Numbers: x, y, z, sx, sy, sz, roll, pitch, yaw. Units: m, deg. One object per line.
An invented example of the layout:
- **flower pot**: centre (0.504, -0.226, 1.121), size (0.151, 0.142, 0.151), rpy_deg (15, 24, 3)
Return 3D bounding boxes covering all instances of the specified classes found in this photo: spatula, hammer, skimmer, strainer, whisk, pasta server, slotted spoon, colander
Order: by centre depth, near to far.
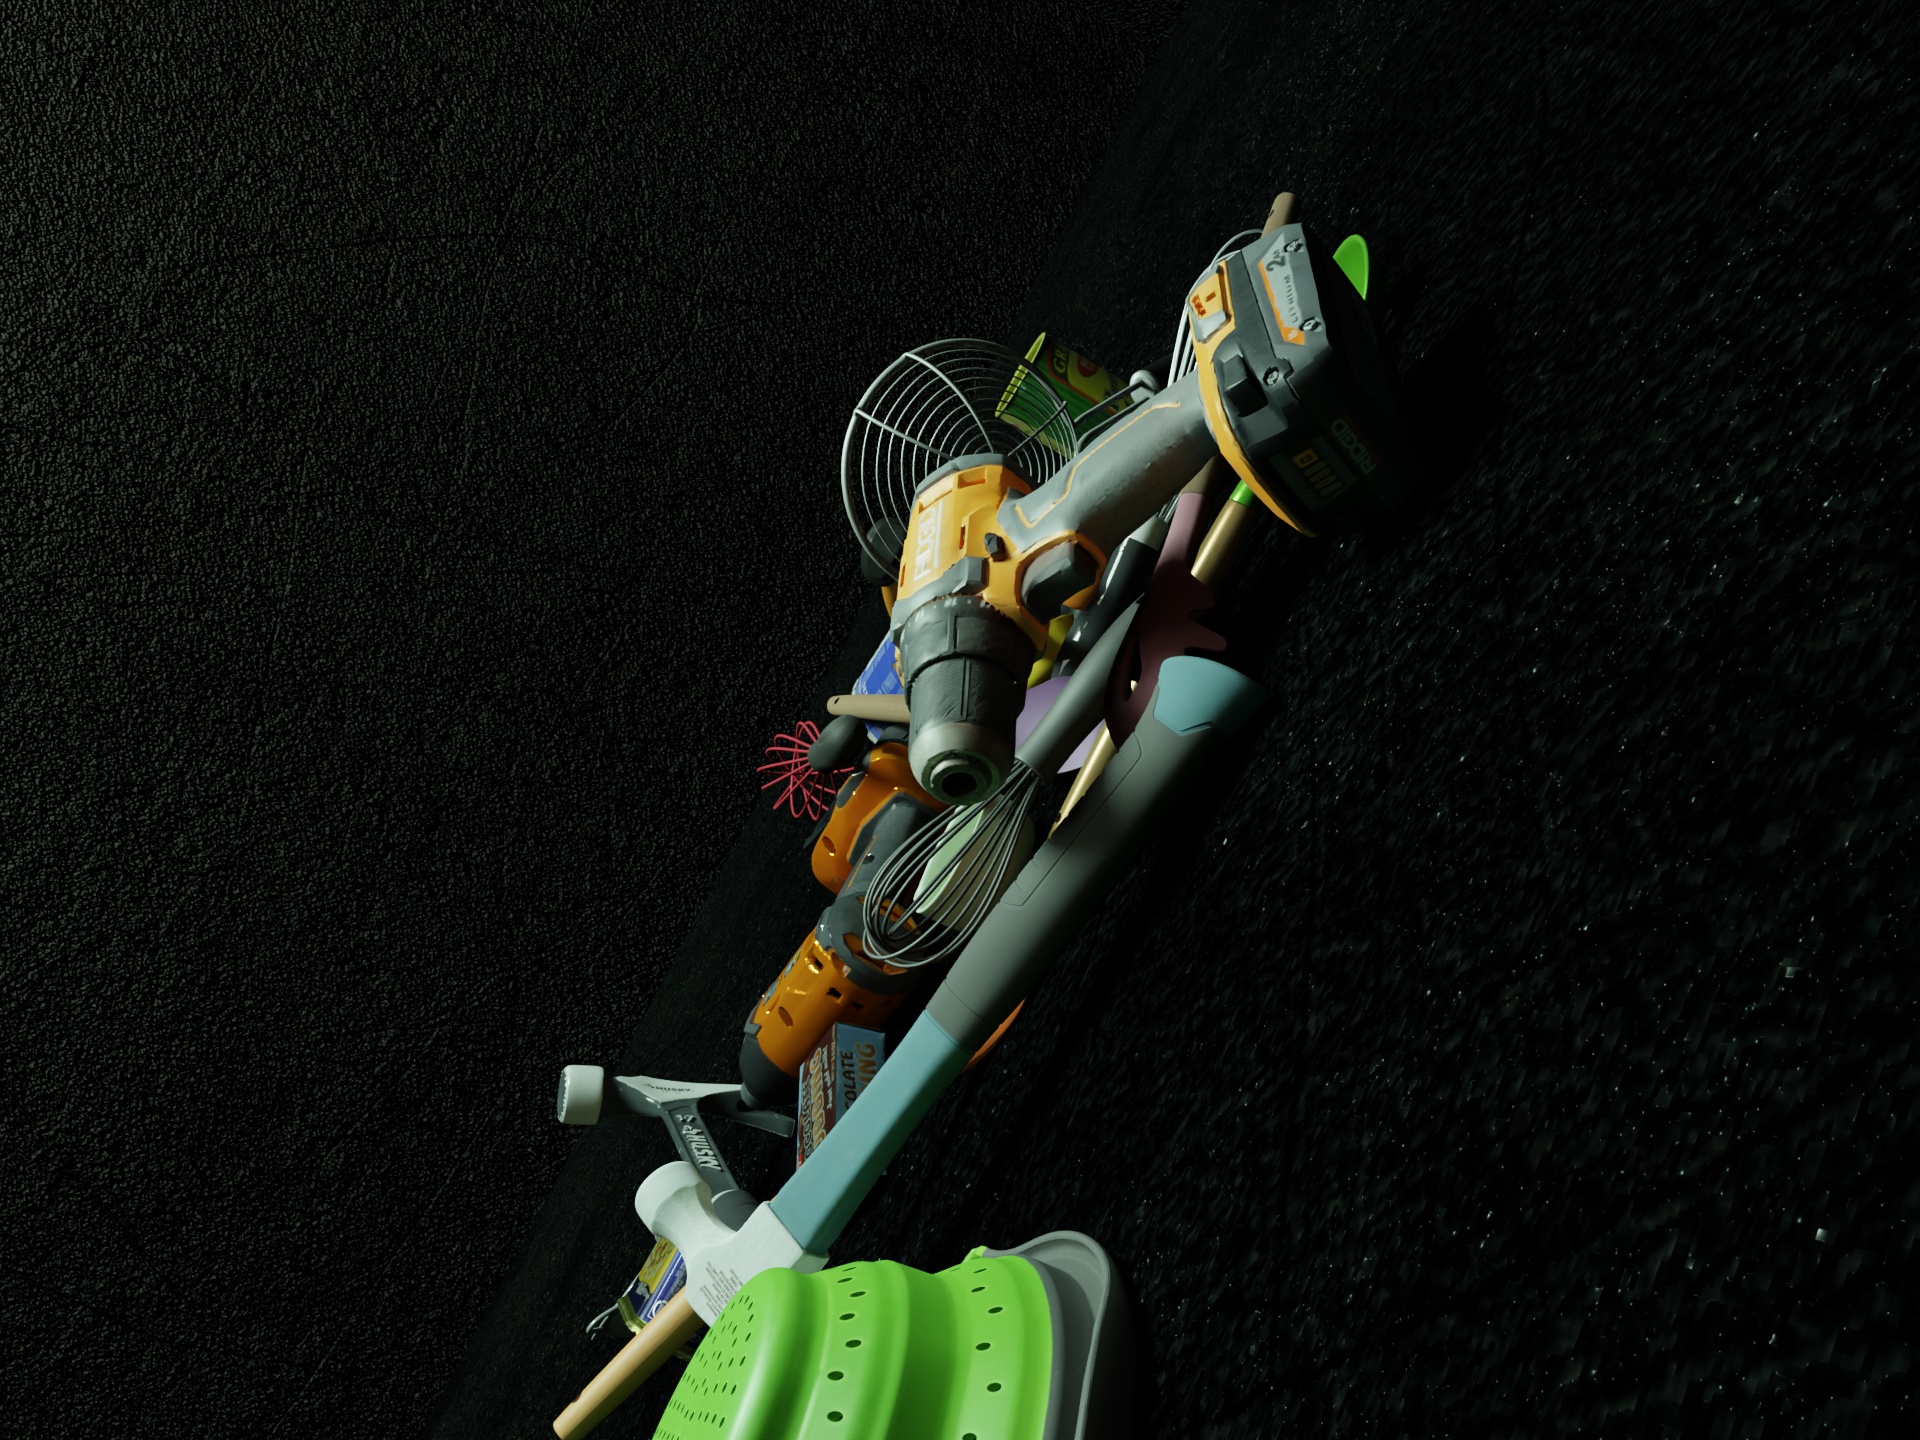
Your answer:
- **colander**: centre (-0.032, 0.239, 0.381), size (0.204, 0.094, 0.397), rpy_deg (-60, 9, 4)
- **hammer**: centre (0.004, 0.110, 0.624), size (0.331, 0.033, 0.128), rpy_deg (-53, 52, 4)
- **spatula**: centre (-0.056, 0.183, 0.697), size (0.322, 0.041, 0.081), rpy_deg (-43, 4, -15)
- **pasta server**: centre (0.119, -0.116, 0.716), size (0.060, 0.040, 0.316), rpy_deg (-30, 36, 59)
- **slotted spoon**: centre (0.119, -0.077, 0.741), size (0.314, 0.031, 0.070), rpy_deg (-62, 12, 5)
- **whisk**: centre (0.035, 0.023, 0.766), size (0.239, 0.055, 0.055), rpy_deg (-51, 7, -12)
- **hammer**: centre (-0.121, 0.253, 0.839), size (0.409, 0.149, 0.036), rpy_deg (-170, 88, -71)
- **whisk**: centre (0.114, -0.133, 0.866), size (0.070, 0.070, 0.284), rpy_deg (-129, 64, -81)
- **skimmer**: centre (0.058, -0.169, 0.892), size (0.090, 0.127, 0.363), rpy_deg (-7, 17, 28)
- **spatula**: centre (-0.001, -0.003, 0.913), size (0.316, 0.018, 0.060), rpy_deg (5, 62, 59)
- **whisk**: centre (-0.094, 0.027, 1.075), size (0.073, 0.073, 0.296), rpy_deg (-63, 7, -12)
- **strainer**: centre (-0.210, 0.374, 1.145), size (0.087, 0.050, 0.258), rpy_deg (-53, 5, 13)
- **hammer**: centre (-0.028, -0.073, 1.164), size (0.127, 0.034, 0.336), rpy_deg (-62, -12, -13)

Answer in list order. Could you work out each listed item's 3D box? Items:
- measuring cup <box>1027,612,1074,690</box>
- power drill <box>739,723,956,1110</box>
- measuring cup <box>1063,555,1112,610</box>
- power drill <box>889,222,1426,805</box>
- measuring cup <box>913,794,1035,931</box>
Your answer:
- **measuring cup**: centre (0.042, -0.037, 0.883), size (0.062, 0.029, 0.156), rpy_deg (-38, -9, 4)
- **power drill**: centre (-0.065, 0.121, 0.943), size (0.164, 0.084, 0.227), rpy_deg (-54, 10, 33)
- **measuring cup**: centre (0.073, -0.092, 0.916), size (0.095, 0.052, 0.174), rpy_deg (-60, 3, 25)
- **power drill**: centre (0.063, -0.074, 0.629), size (0.226, 0.084, 0.186), rpy_deg (-30, 34, 28)
- **measuring cup**: centre (0.018, 0.052, 0.877), size (0.083, 0.038, 0.168), rpy_deg (-55, 8, 32)
